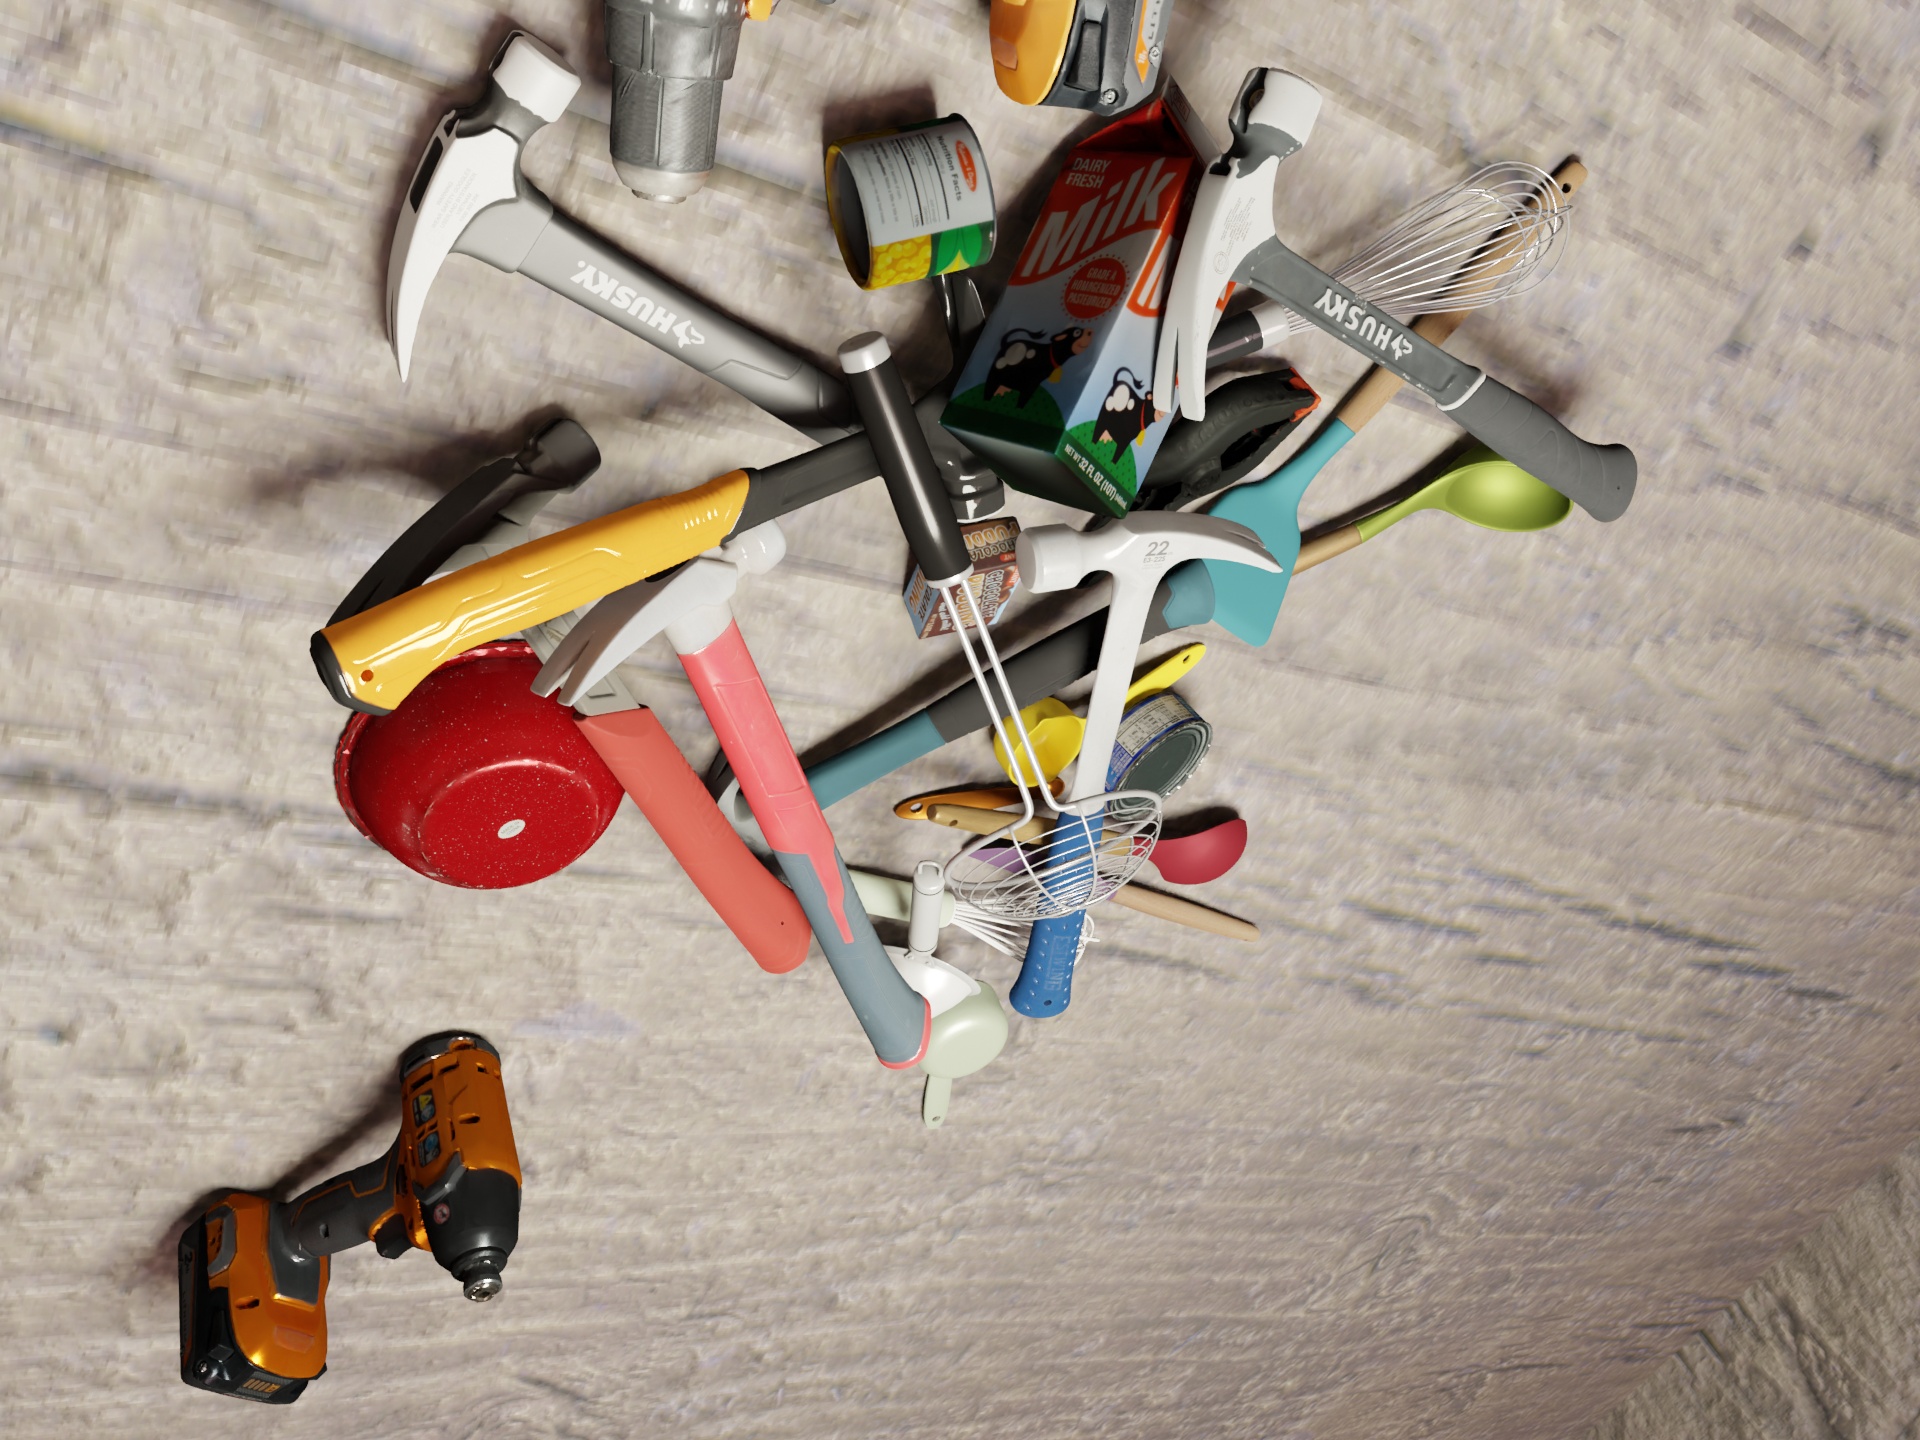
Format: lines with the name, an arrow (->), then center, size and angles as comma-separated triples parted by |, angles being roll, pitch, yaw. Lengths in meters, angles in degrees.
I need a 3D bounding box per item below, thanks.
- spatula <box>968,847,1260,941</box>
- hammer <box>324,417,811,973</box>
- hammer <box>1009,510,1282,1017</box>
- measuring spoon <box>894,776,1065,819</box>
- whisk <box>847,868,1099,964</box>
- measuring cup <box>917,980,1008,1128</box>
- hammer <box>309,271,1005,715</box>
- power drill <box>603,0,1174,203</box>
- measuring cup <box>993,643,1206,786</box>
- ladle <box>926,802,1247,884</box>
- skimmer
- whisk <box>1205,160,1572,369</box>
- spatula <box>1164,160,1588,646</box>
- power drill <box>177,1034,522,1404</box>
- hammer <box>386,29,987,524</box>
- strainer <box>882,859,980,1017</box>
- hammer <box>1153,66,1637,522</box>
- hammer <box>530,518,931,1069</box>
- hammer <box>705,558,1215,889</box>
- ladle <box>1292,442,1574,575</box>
spatula -> 0.125, 0.126, 1.143 | 0.060, 0.018, 0.315 | -10, 157, 42
hammer -> -0.169, 0.027, 0.821 | 0.149, 0.037, 0.358 | -51, 138, -25
hammer -> 0.081, 0.043, 0.950 | 0.144, 0.035, 0.405 | -9, 136, -17
measuring spoon -> 0.012, 0.049, 1.027 | 0.117, 0.011, 0.021 | -7, 132, -18
whisk -> -0.005, 0.128, 1.066 | 0.246, 0.059, 0.058 | 17, 83, -34
measuring cup -> -0.006, 0.264, 1.190 | 0.083, 0.038, 0.167 | -10, 131, -21
hammer -> -0.124, -0.094, 0.709 | 0.337, 0.034, 0.127 | -27, 130, -24
power drill -> -0.032, -0.291, 0.625 | 0.226, 0.084, 0.185 | -2, 121, -23
measuring cup -> 0.087, -0.013, 1.004 | 0.156, 0.029, 0.062 | -32, 143, -17
ladle -> 0.093, 0.078, 1.053 | 0.315, 0.031, 0.069 | 12, 128, -44
skimmer -> 0.010, -0.035, 0.807 | 0.127, 0.090, 0.363 | -21, 121, 3
whisk -> 0.192, -0.223, 0.844 | 0.284, 0.070, 0.070 | -22, 136, -2
spatula -> 0.243, -0.186, 0.910 | 0.082, 0.044, 0.317 | 36, 107, -15
power drill -> -0.359, 0.315, 0.955 | 0.226, 0.164, 0.084 | -36, 137, 9
hammer -> -0.104, -0.164, 0.747 | 0.334, 0.035, 0.146 | 24, 114, -42
strainer -> -0.026, 0.144, 1.011 | 0.087, 0.050, 0.258 | 17, 151, 6
hammer -> 0.247, -0.173, 0.822 | 0.408, 0.036, 0.149 | 15, 100, -42
hammer -> -0.097, 0.076, 0.869 | 0.143, 0.038, 0.385 | -45, 135, -29
hammer -> -0.001, -0.003, 0.928 | 0.331, 0.033, 0.128 | -28, 136, 7
ladle -> 0.225, -0.095, 0.977 | 0.320, 0.062, 0.078 | -23, 156, -4
